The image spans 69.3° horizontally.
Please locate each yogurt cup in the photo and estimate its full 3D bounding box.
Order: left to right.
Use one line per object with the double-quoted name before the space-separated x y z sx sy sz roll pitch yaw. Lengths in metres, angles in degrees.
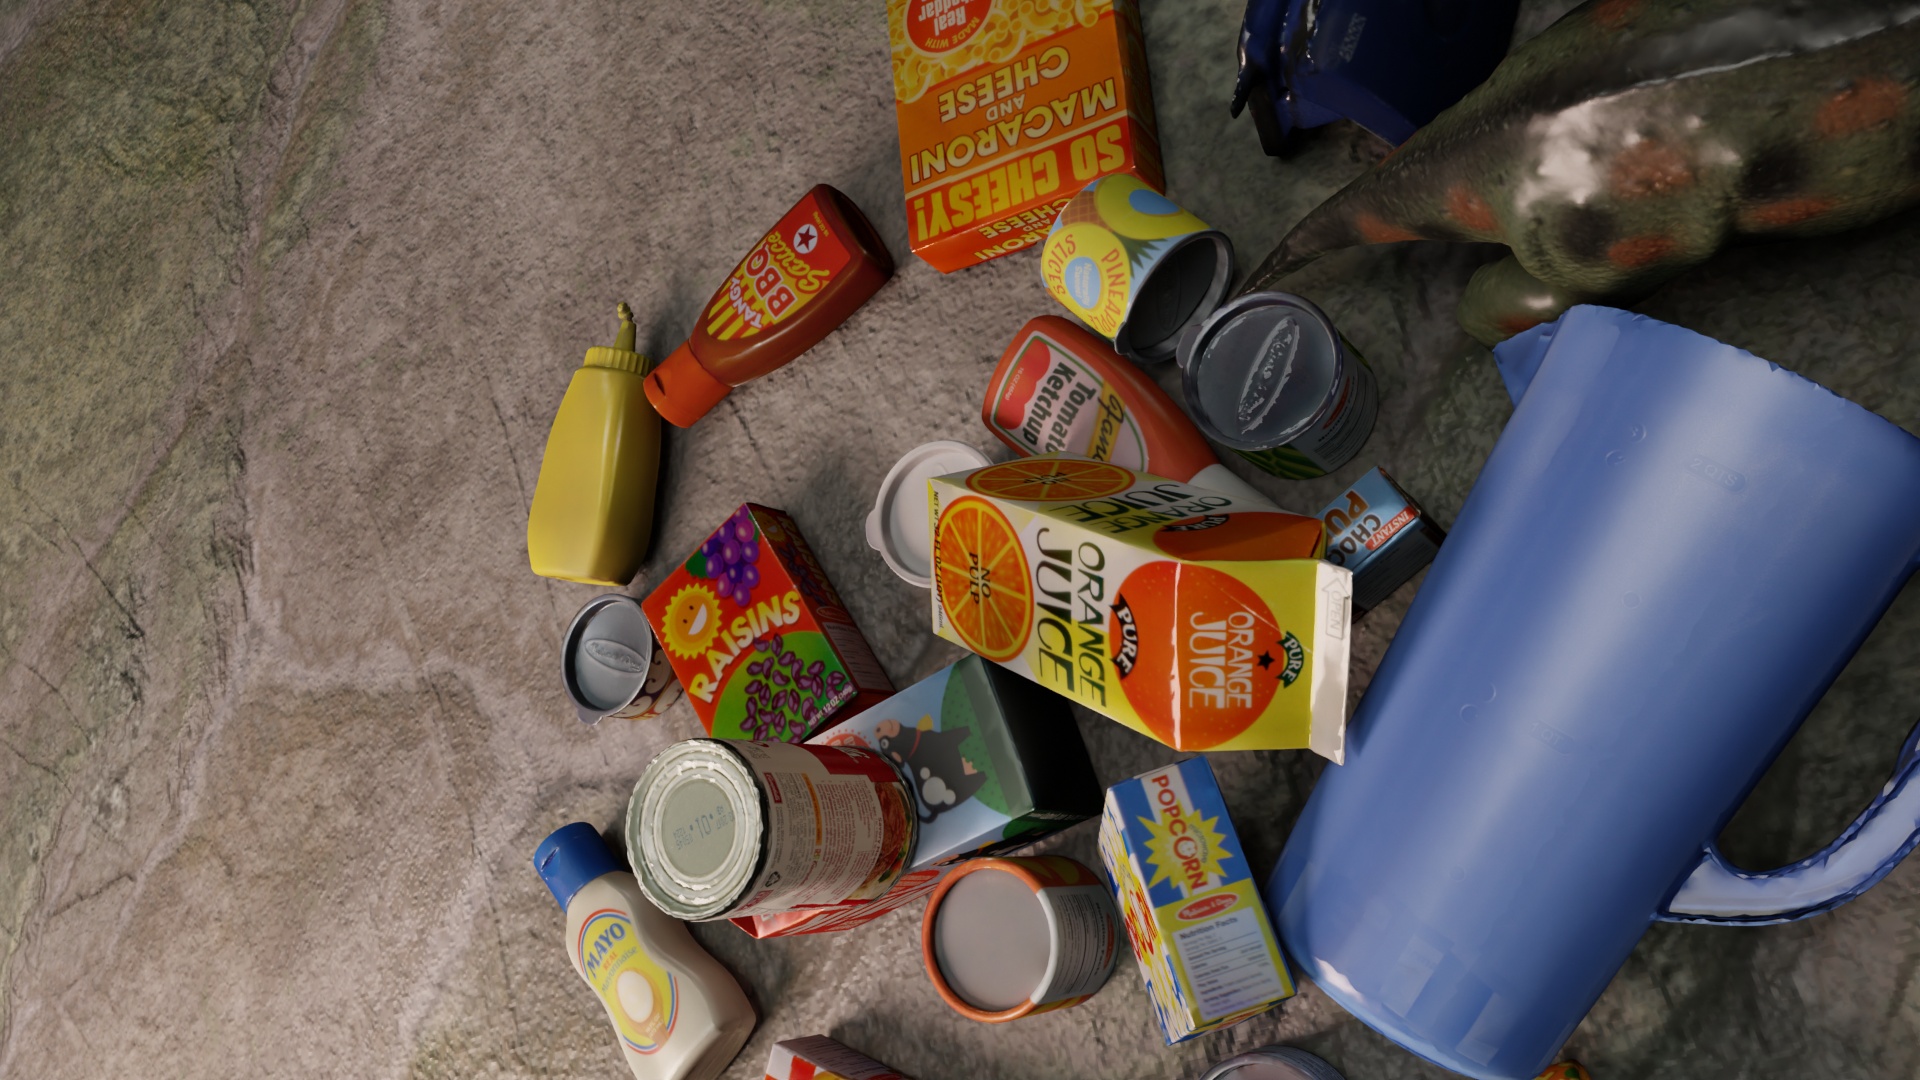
"yogurt cup" 0.002 -0.008 0.643 0.072 0.054 0.072 -7 76 29

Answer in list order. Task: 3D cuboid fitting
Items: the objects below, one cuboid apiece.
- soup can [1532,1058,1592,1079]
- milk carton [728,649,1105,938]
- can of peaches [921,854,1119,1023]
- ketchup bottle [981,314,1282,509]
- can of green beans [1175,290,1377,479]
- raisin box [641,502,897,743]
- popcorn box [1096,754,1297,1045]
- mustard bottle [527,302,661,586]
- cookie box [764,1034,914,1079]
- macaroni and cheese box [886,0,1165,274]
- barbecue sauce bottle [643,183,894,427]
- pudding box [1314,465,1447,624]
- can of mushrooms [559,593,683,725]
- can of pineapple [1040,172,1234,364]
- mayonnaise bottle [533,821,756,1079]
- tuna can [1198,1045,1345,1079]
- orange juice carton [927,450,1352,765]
"soup can" 0.185 0.223 0.475 0.083 0.071 0.071 -28 66 19
"milk carton" -0.040 0.125 0.627 0.190 0.072 0.073 -30 66 22
"can of peaches" 0.023 0.167 0.588 0.071 0.058 0.071 -7 76 29
"ketchup bottle" 0.077 -0.038 0.611 0.149 0.043 0.064 41 115 31
"can of green beans" 0.133 -0.063 0.575 0.071 0.058 0.071 -7 76 30
"raisin box" -0.098 0.054 0.698 0.086 0.040 0.124 -43 62 17
"popcorn box" 0.084 0.139 0.519 0.038 0.126 0.085 -17 67 -3
"mustard bottle" -0.197 -0.056 0.777 0.065 0.049 0.160 4 81 31
"cookie box" -0.022 0.304 0.595 0.167 0.040 0.123 12 85 33
"macaroni and cheese box" 0.029 -0.229 0.686 0.123 0.040 0.167 -14 71 27
"barbecue sauce bottle" -0.106 -0.119 0.740 0.148 0.043 0.065 -39 63 18
"pudding box" 0.149 0.013 0.554 0.083 0.049 0.030 -43 60 16
"can of mushrooms" -0.181 0.066 0.749 0.071 0.033 0.071 -7 75 29
"can of pineapple" 0.077 -0.120 0.616 0.058 0.071 0.071 43 102 31
"mayonnaise bottle" -0.166 0.207 0.702 0.148 0.041 0.064 44 104 30
"tuna can" 0.120 0.231 0.530 0.071 0.033 0.071 -7 75 30
"orange juice carton" 0.071 0.021 0.526 0.193 0.073 0.071 21 118 52
